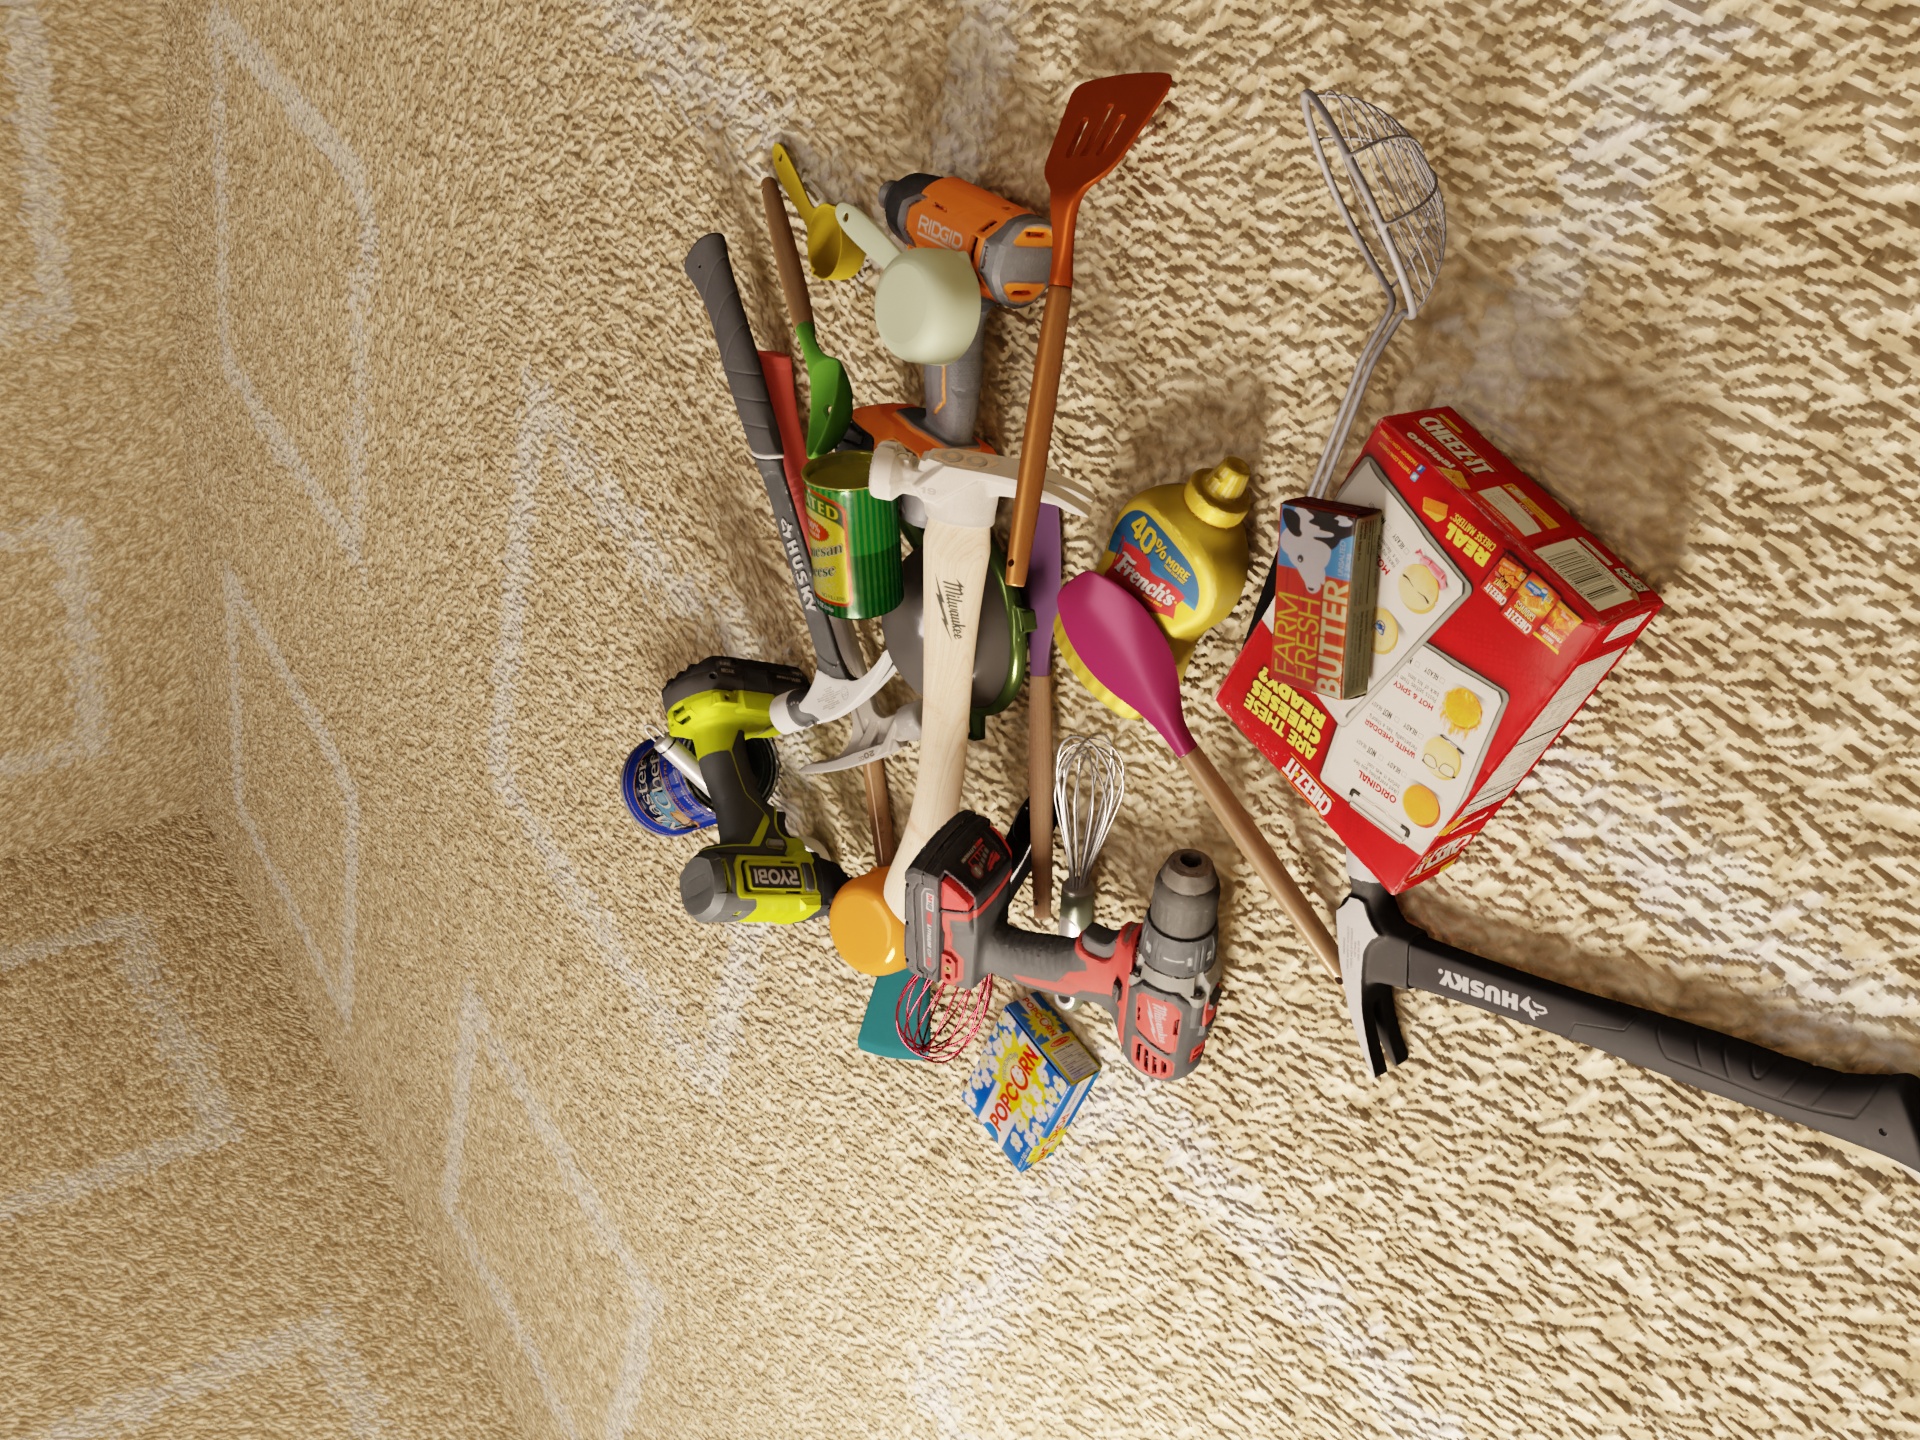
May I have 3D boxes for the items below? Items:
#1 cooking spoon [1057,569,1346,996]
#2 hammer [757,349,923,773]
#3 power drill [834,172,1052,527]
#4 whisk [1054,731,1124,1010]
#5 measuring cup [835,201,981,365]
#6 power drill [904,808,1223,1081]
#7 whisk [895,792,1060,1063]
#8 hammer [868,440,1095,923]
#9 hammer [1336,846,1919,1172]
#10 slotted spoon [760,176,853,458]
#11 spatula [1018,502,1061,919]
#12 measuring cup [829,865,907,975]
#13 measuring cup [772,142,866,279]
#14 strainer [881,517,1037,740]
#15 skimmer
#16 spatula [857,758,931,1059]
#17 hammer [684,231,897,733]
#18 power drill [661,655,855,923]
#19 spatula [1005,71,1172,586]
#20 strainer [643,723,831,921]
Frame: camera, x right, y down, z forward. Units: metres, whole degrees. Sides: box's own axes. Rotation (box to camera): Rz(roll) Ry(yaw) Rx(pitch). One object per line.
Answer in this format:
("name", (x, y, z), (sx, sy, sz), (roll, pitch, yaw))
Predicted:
("cooking spoon", (0.160, 0.041, 1.013), (0.319, 0.017, 0.068), (55, 136, 3))
("hammer", (-0.126, -0.138, 1.337), (0.149, 0.036, 0.359), (-20, 86, 41))
("power drill", (-0.021, -0.270, 1.133), (0.164, 0.084, 0.226), (40, 128, 38))
("whisk", (0.087, 0.116, 1.167), (0.058, 0.059, 0.246), (24, 127, 33))
("measuring cup", (-0.050, -0.304, 1.072), (0.168, 0.038, 0.083), (50, 129, 29))
("power drill", (0.076, 0.140, 1.108), (0.227, 0.080, 0.187), (20, 130, 23))
("whisk", (0.017, 0.169, 1.271), (0.073, 0.073, 0.295), (47, 129, 31))
("hammer", (-0.002, -0.004, 1.147), (0.146, 0.038, 0.410), (11, 127, 7))
("hammer", (0.348, 0.169, 0.861), (0.335, 0.035, 0.146), (16, 115, 48))
("slotted spoon", (-0.121, -0.315, 1.207), (0.070, 0.031, 0.314), (-57, 38, 44))
("spatula", (0.057, -0.008, 1.164), (0.060, 0.018, 0.316), (12, 106, 55))
("measuring cup", (-0.041, 0.150, 1.309), (0.173, 0.052, 0.095), (-37, 75, 37))
("measuring cup", (-0.112, -0.405, 1.250), (0.157, 0.029, 0.062), (64, 144, 32))
("strainer", (-0.040, -0.112, 1.210), (0.257, 0.069, 0.151), (60, 148, 26))
("skimmer", (0.185, -0.164, 0.899), (0.127, 0.090, 0.363), (-99, 17, -51))
("spatula", (-0.068, 0.134, 1.374), (0.082, 0.044, 0.317), (-1, 101, 39))
("hammer", (-0.149, -0.201, 1.297), (0.149, 0.036, 0.409), (-19, 86, 40))
("power drill", (-0.172, 0.065, 1.375), (0.080, 0.171, 0.223), (-29, 65, 39))
("spatula", (0.065, -0.243, 0.990), (0.081, 0.041, 0.322), (16, 100, 44))
("strainer", (-0.191, 0.087, 1.443), (0.087, 0.050, 0.258), (-20, 123, 44))
